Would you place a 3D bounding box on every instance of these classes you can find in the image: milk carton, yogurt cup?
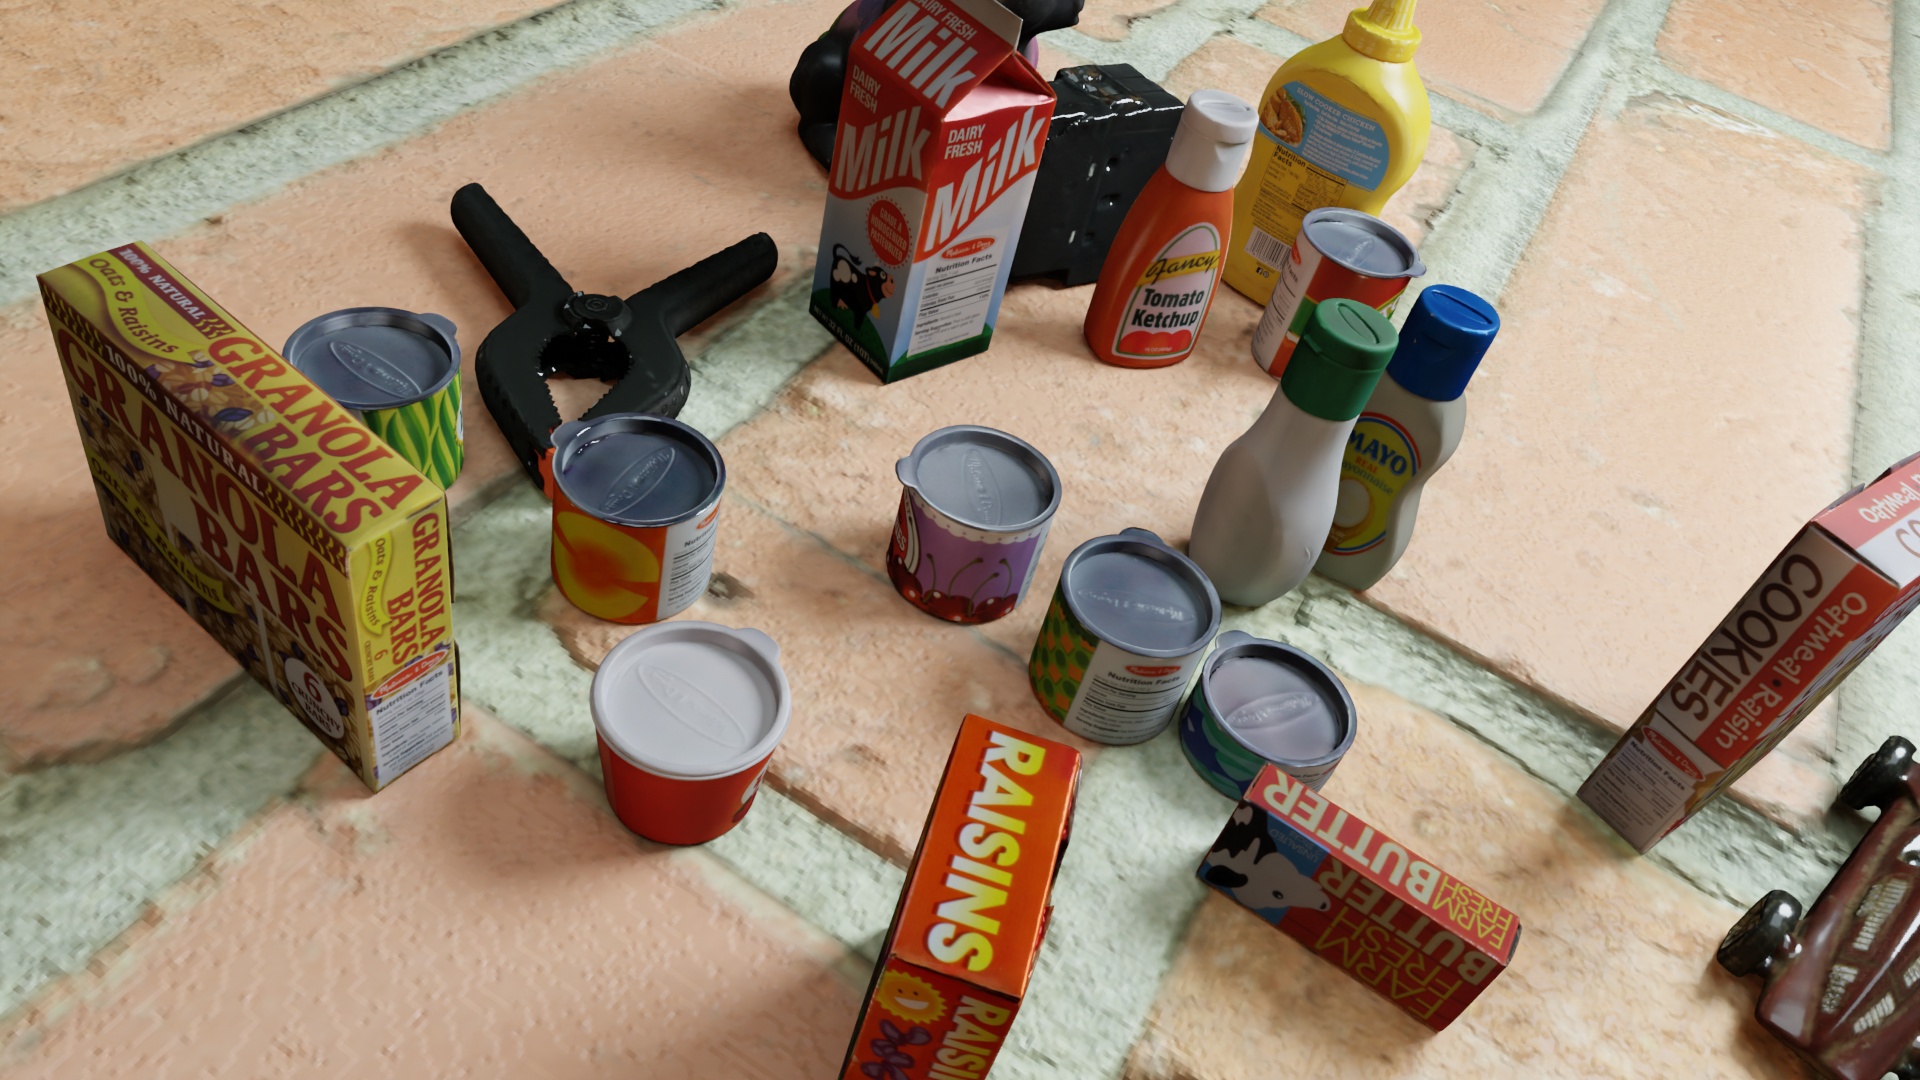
[{"bbox_3d":[-0.014,-0.178,0.676,0.074,0.189,0.072,-23,55,-35],"label":"milk carton"},{"bbox_3d":[-0.097,0.070,0.491,0.072,0.053,0.073,9,43,-8],"label":"yogurt cup"}]

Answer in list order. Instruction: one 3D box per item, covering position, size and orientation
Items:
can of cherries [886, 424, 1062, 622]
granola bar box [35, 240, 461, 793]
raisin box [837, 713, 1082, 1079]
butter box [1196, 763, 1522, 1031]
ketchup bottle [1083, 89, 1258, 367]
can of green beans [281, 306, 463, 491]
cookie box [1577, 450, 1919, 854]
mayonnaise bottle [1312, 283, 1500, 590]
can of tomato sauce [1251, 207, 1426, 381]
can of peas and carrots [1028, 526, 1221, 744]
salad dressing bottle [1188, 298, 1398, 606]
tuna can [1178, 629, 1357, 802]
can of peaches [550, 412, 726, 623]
[{"bbox_3d":[0.002,-0.008,0.599,0.071,0.058,0.072,9,43,-8],"label":"can of cherries"},{"bbox_3d":[-0.240,-0.008,0.477,0.166,0.123,0.039,35,46,19],"label":"granola bar box"},{"bbox_3d":[-0.004,0.124,0.412,0.040,0.122,0.086,19,43,2],"label":"raisin box"},{"bbox_3d":[0.142,0.129,0.504,0.103,0.052,0.024,31,44,15],"label":"butter box"},{"bbox_3d":[0.113,-0.160,0.727,0.065,0.148,0.044,-4,46,-21],"label":"ketchup bottle"},{"bbox_3d":[-0.240,-0.054,0.573,0.071,0.057,0.071,9,43,-8],"label":"can of green beans"},{"bbox_3d":[0.341,0.044,0.570,0.123,0.166,0.040,-20,54,-33],"label":"cookie box"},{"bbox_3d":[0.195,-0.047,0.634,0.065,0.147,0.041,34,45,18],"label":"mayonnaise bottle"},{"bbox_3d":[0.209,-0.132,0.776,0.071,0.082,0.071,9,43,-8],"label":"can of tomato sauce"},{"bbox_3d":[0.066,0.039,0.570,0.071,0.058,0.071,9,43,-8],"label":"can of peas and carrots"},{"bbox_3d":[0.144,-0.036,0.607,0.044,0.146,0.064,-7,48,-24],"label":"salad dressing bottle"},{"bbox_3d":[0.124,0.073,0.571,0.071,0.032,0.071,9,43,-8],"label":"tuna can"},{"bbox_3d":[-0.133,-0.010,0.560,0.071,0.057,0.071,9,43,-8],"label":"can of peaches"}]
